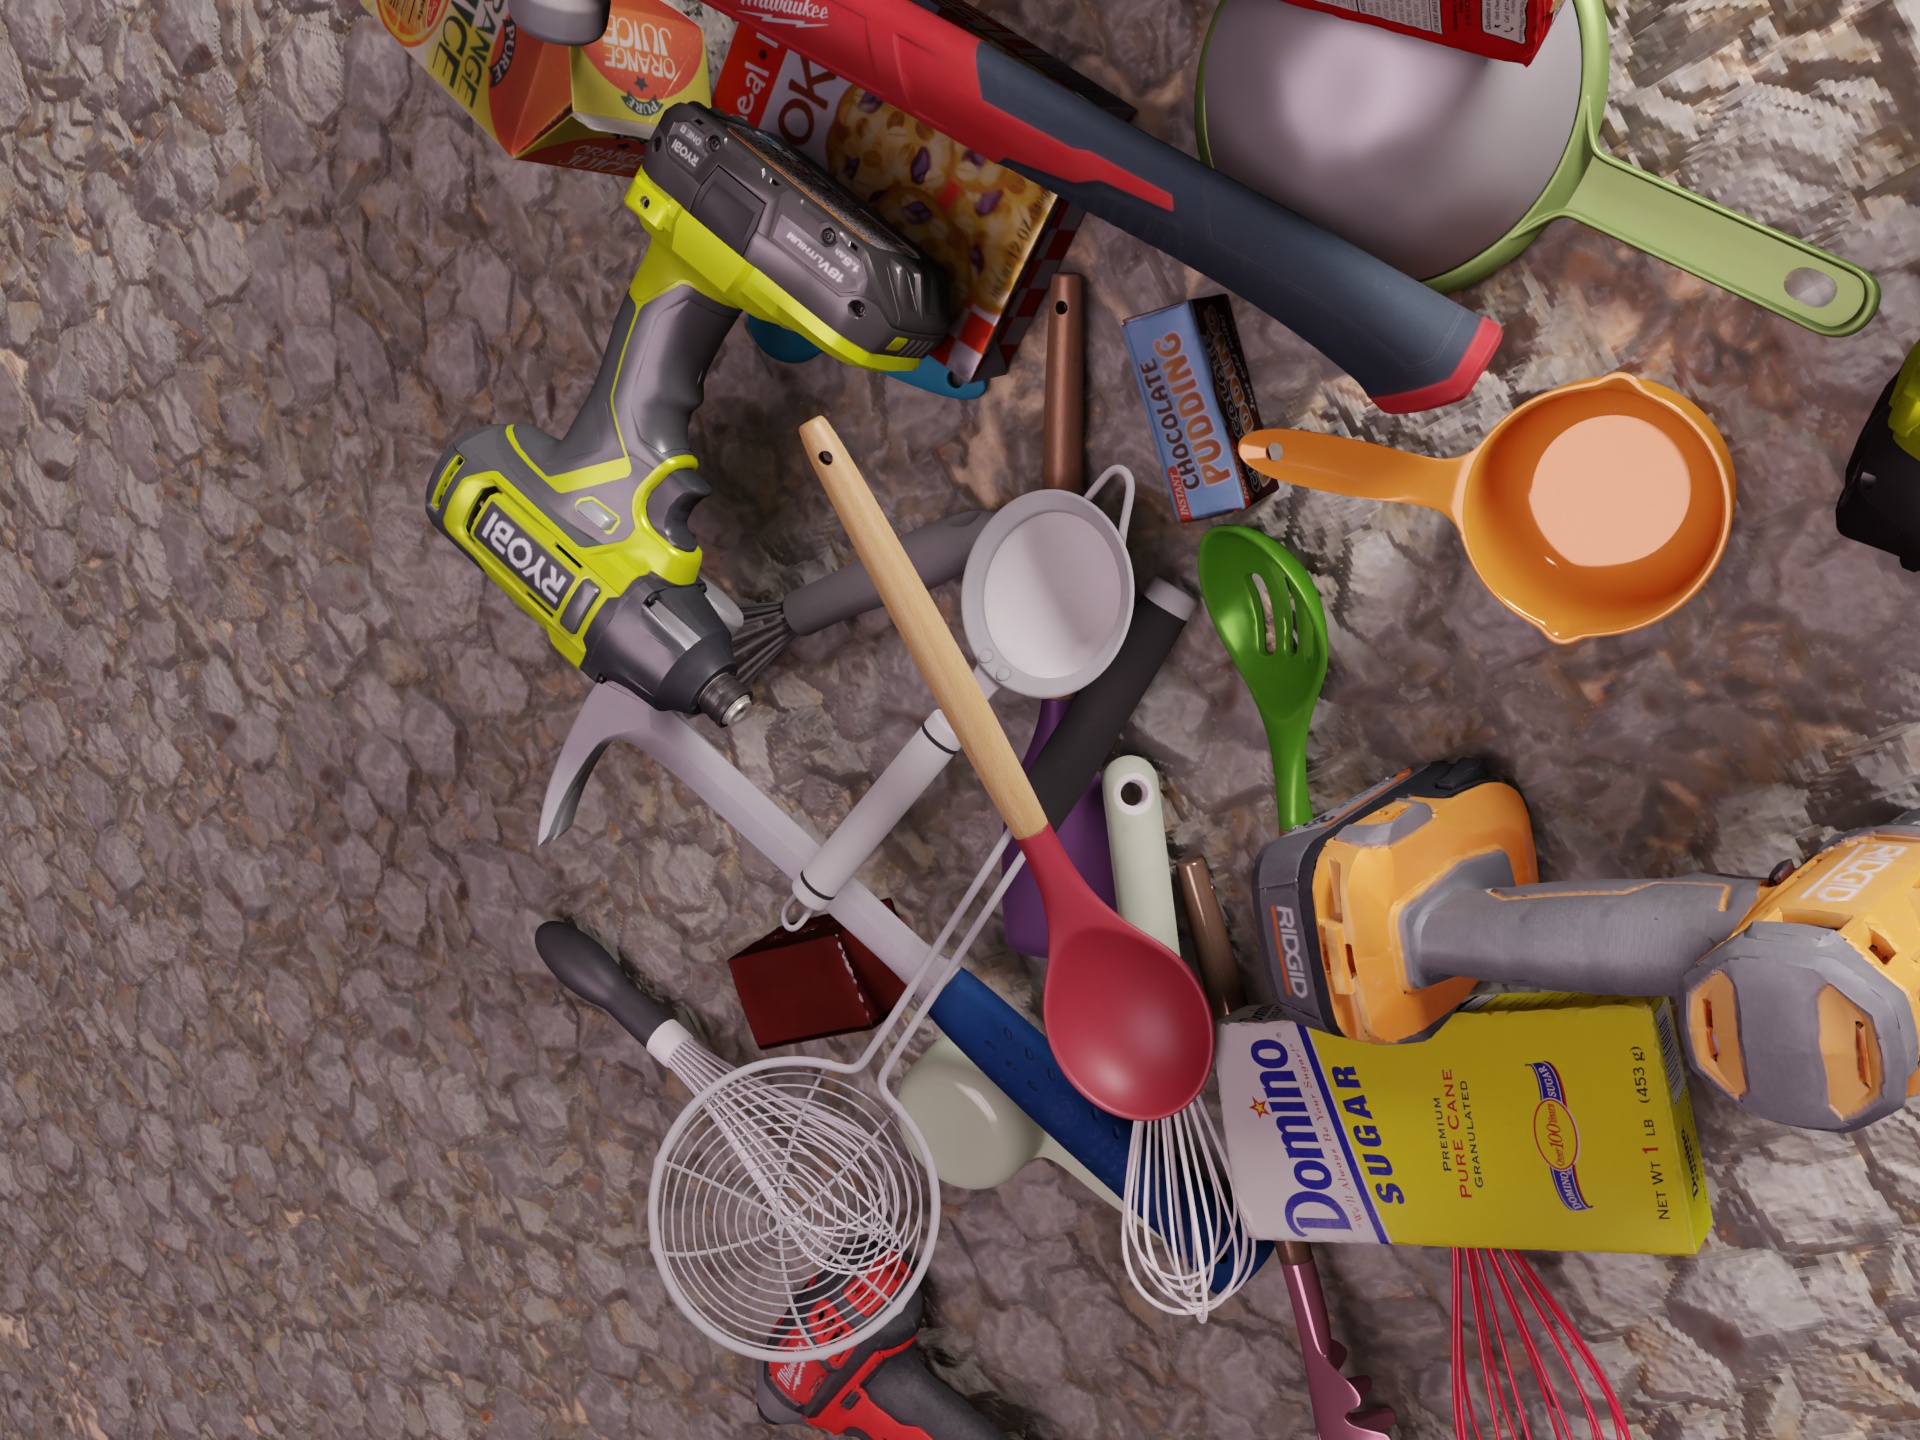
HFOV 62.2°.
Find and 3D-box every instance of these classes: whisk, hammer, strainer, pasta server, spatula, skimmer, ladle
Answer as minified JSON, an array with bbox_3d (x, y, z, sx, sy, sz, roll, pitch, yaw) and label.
[{"bbox_3d":[-0.138,0.198,0.873,0.285,0.070,0.070,35,121,22],"label":"whisk"},{"bbox_3d":[0.088,0.138,0.696,0.058,0.059,0.246,-7,86,-1],"label":"whisk"},{"bbox_3d":[0.016,-0.226,0.547,0.386,0.038,0.143,30,137,5],"label":"hammer"},{"bbox_3d":[0.184,-0.192,0.539,0.256,0.069,0.151,34,120,19],"label":"strainer"},{"bbox_3d":[0.151,0.213,0.711,0.040,0.060,0.316,-15,92,7],"label":"pasta server"},{"bbox_3d":[0.046,-0.035,0.705,0.060,0.018,0.315,6,110,18],"label":"spatula"},{"bbox_3d":[-0.004,0.101,0.672,0.127,0.090,0.363,32,100,2],"label":"skimmer"},{"bbox_3d":[-0.021,0.120,0.741,0.405,0.035,0.144,42,101,0],"label":"hammer"},{"bbox_3d":[-0.078,-0.050,0.759,0.239,0.055,0.055,-21,95,30],"label":"whisk"},{"bbox_3d":[0.015,0.023,0.633,0.069,0.031,0.315,-26,103,11],"label":"ladle"},{"bbox_3d":[-0.001,-0.002,0.682,0.258,0.050,0.087,-50,61,18],"label":"strainer"},{"bbox_3d":[0.218,0.216,0.667,0.073,0.073,0.296,-18,90,34],"label":"whisk"}]

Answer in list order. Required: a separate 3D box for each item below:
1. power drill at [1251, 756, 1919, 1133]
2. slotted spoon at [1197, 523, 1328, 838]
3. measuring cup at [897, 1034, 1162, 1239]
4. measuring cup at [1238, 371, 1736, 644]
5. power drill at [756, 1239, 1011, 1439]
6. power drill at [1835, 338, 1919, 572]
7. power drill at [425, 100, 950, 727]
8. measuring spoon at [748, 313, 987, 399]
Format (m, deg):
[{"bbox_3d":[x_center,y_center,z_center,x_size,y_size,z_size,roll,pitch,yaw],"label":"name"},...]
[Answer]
[{"bbox_3d":[0.241,0.061,0.553,0.226,0.185,0.084,1,108,50],"label":"power drill"},{"bbox_3d":[0.144,0.067,0.674,0.070,0.031,0.313,19,123,60],"label":"slotted spoon"},{"bbox_3d":[0.040,0.218,0.780,0.168,0.038,0.083,29,119,22],"label":"measuring cup"},{"bbox_3d":[0.191,-0.088,0.582,0.174,0.052,0.095,17,114,28],"label":"measuring cup"},{"bbox_3d":[-0.019,0.400,0.858,0.220,0.078,0.143,43,123,15],"label":"power drill"},{"bbox_3d":[0.327,-0.158,0.415,0.080,0.190,0.228,26,132,21],"label":"power drill"},{"bbox_3d":[-0.110,-0.120,0.662,0.171,0.080,0.223,41,113,12],"label":"power drill"},{"bbox_3d":[-0.046,-0.168,0.713,0.129,0.021,0.042,25,117,23],"label":"measuring spoon"}]
